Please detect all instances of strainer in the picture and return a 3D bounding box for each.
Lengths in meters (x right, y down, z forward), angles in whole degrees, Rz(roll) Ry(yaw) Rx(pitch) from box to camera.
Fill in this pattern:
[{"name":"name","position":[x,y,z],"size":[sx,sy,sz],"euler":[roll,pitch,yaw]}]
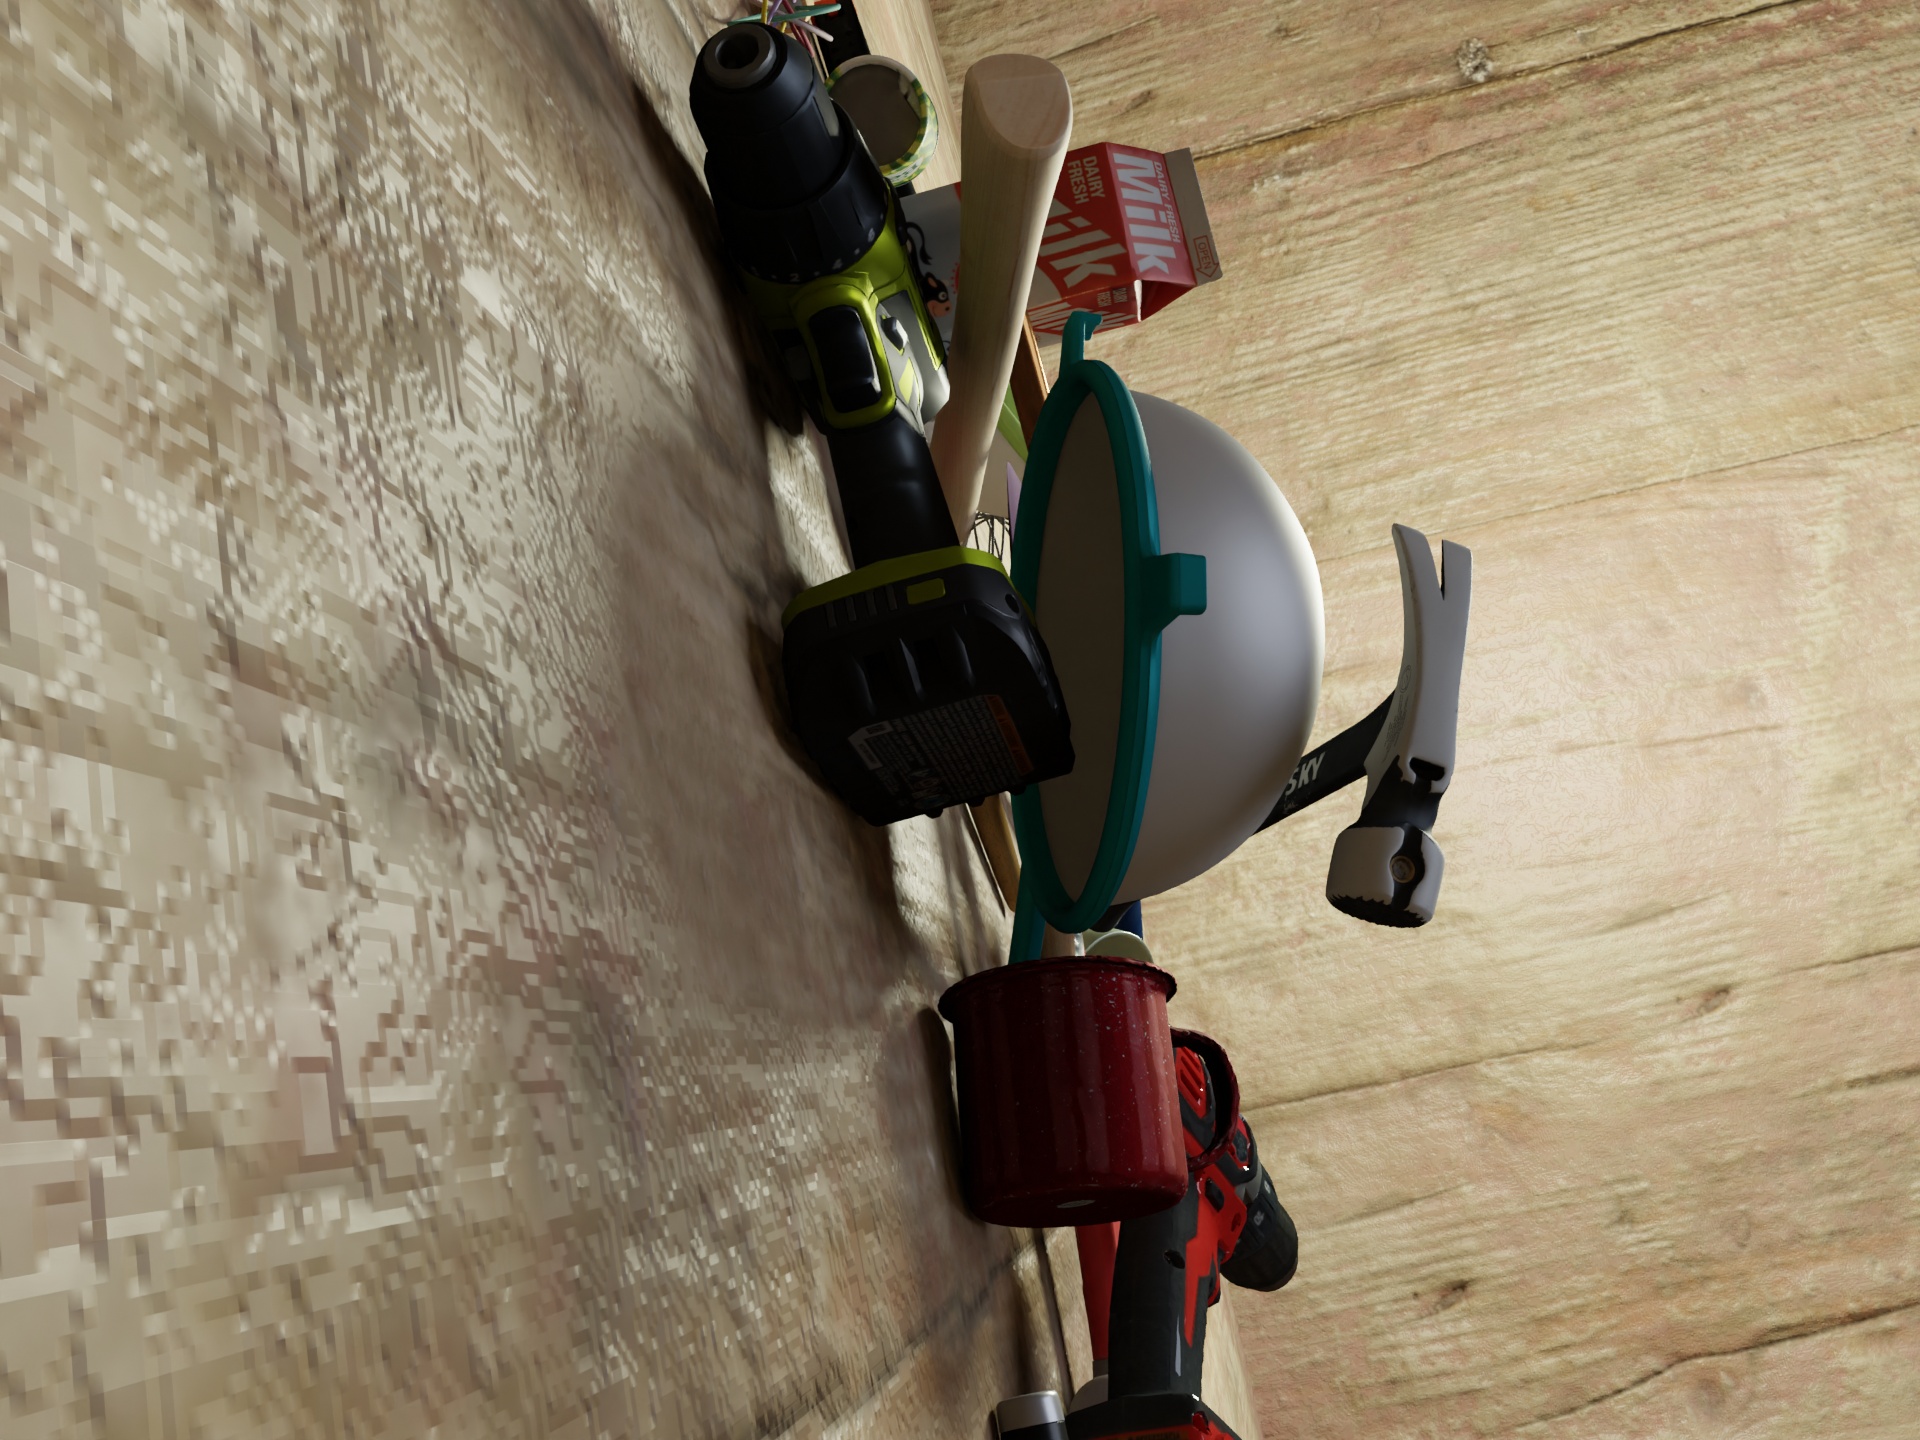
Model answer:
[{"name":"strainer","position":[0.074,0.024,0.637],"size":[0.211,0.095,0.340],"euler":[-100,-167,-51]},{"name":"strainer","position":[-0.003,-0.178,0.967],"size":[0.151,0.069,0.256],"euler":[56,15,12]}]

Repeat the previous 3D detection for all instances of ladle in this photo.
[{"name":"ladle","position":[-0.001,-0.003,0.801],"size":[0.069,0.031,0.315],"euler":[-94,170,-46]}]

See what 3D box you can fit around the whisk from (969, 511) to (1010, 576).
[{"name":"whisk","position":[0.017,-0.061,1.007],"size":[0.239,0.055,0.055],"euler":[-89,165,-46]}]

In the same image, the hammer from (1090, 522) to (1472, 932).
[{"name":"hammer","position":[0.119,0.043,0.719],"size":[0.409,0.036,0.149],"euler":[128,-21,-71]}]

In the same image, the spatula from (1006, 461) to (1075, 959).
[{"name":"spatula","position":[0.041,0.012,0.796],"size":[0.059,0.018,0.316],"euler":[52,31,-59]}]

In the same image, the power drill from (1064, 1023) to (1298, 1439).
[{"name":"power drill","position":[0.101,0.255,0.658],"size":[0.187,0.080,0.227],"euler":[54,26,-35]}]

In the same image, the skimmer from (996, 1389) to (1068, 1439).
[{"name":"skimmer","position":[0.087,0.390,0.478],"size":[0.127,0.090,0.364],"euler":[125,-42,-54]}]

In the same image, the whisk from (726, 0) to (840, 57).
[{"name":"whisk","position":[-0.082,-0.337,0.747],"size":[0.245,0.051,0.047],"euler":[-96,165,-64]}]

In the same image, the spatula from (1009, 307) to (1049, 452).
[{"name":"spatula","position":[0.044,-0.091,0.791],"size":[0.081,0.041,0.322],"euler":[-83,158,-64]}]

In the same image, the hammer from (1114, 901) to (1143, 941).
[{"name":"hammer","position":[0.094,0.057,1.011],"size":[0.144,0.035,0.405],"euler":[-49,143,-41]}]

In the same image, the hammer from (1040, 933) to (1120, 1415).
[{"name":"hammer","position":[0.059,0.163,0.808],"size":[0.143,0.038,0.387],"euler":[63,18,-66]}]

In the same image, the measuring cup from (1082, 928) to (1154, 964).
[{"name":"measuring cup","position":[0.071,0.198,0.922],"size":[0.038,0.083,0.167],"euler":[15,-75,49]}]

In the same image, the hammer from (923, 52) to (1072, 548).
[{"name":"hammer","position":[0.008,-0.136,0.699],"size":[0.410,0.038,0.146],"euler":[107,-29,-76]}]

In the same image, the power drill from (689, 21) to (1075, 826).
[{"name":"power drill","position":[-0.032,-0.096,0.535],"size":[0.190,0.080,0.229],"euler":[63,12,-68]}]
